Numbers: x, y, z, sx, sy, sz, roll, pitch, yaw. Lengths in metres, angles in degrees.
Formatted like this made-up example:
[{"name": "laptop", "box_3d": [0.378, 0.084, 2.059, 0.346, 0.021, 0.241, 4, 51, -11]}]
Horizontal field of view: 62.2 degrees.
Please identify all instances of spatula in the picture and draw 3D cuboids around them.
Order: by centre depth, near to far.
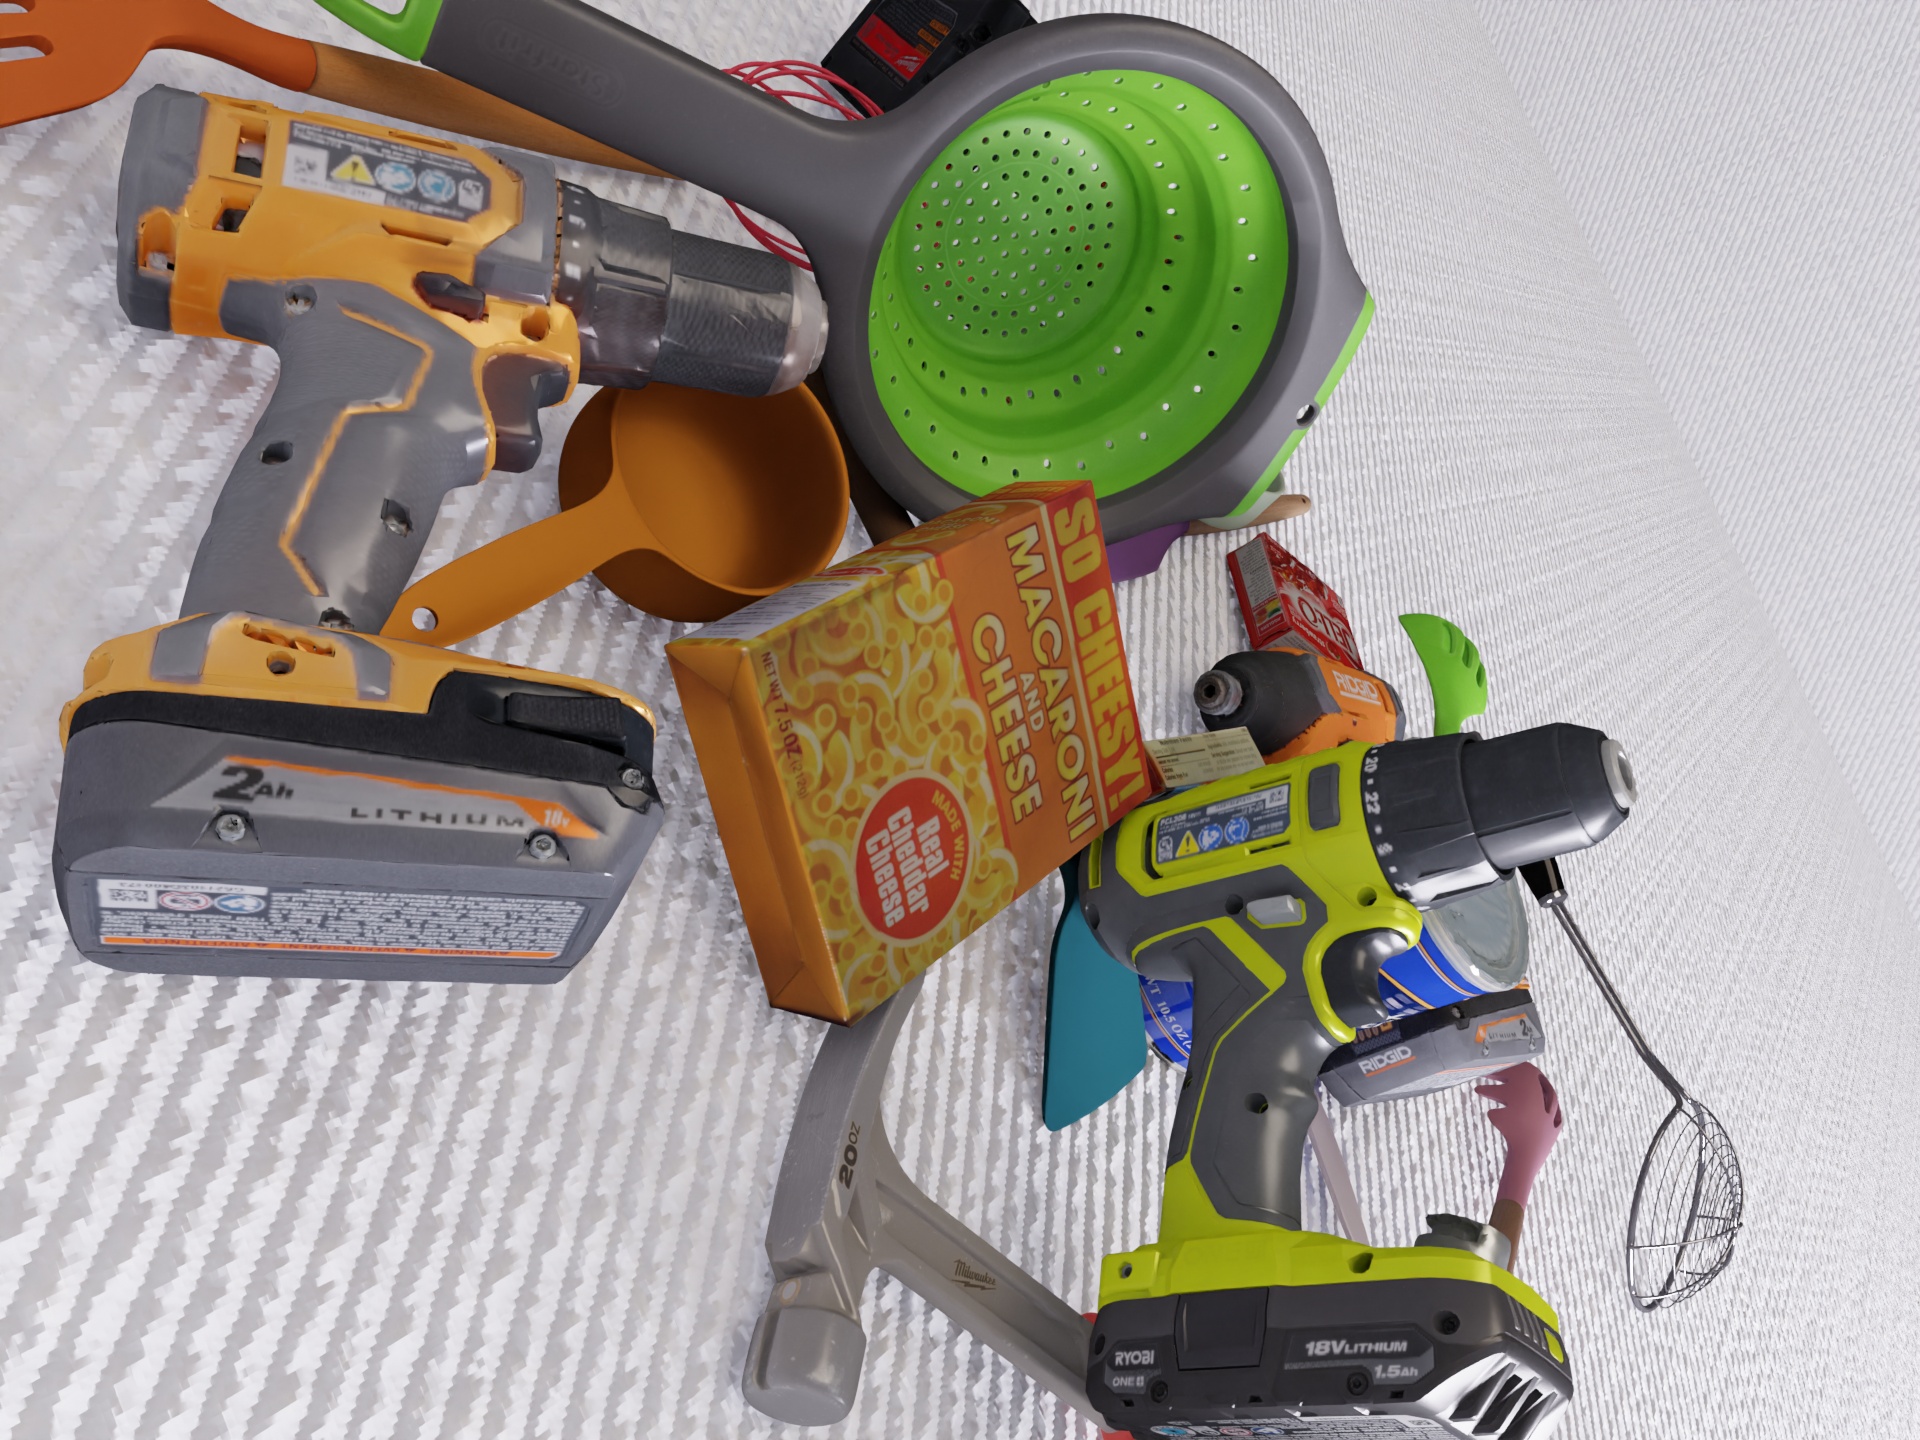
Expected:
[{"name": "spatula", "box_3d": [-0.190, -0.194, 0.494, 0.322, 0.041, 0.081, -17, 82, -60]}, {"name": "spatula", "box_3d": [-0.001, -0.002, 0.622, 0.082, 0.044, 0.317, -15, 76, -55]}, {"name": "spatula", "box_3d": [0.129, -0.112, 0.873, 0.316, 0.018, 0.060, -16, 76, -55]}]

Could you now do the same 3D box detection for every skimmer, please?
[{"name": "skimmer", "box_3d": [0.382, 0.181, 1.008, 0.127, 0.090, 0.364, 7, 53, -49]}]

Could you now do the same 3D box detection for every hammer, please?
[{"name": "hammer", "box_3d": [0.072, 0.235, 0.547, 0.358, 0.036, 0.149, 44, 38, -26]}]

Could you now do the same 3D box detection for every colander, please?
[{"name": "colander", "box_3d": [-0.031, -0.195, 0.583, 0.396, 0.204, 0.095, 16, 27, -30]}]

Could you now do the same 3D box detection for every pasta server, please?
[{"name": "pasta server", "box_3d": [0.257, 0.258, 0.777, 0.060, 0.040, 0.316, 59, 34, -7]}]

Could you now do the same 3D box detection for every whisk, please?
[{"name": "whisk", "box_3d": [-0.009, -0.201, 0.715, 0.295, 0.073, 0.073, 24, 50, -52]}]

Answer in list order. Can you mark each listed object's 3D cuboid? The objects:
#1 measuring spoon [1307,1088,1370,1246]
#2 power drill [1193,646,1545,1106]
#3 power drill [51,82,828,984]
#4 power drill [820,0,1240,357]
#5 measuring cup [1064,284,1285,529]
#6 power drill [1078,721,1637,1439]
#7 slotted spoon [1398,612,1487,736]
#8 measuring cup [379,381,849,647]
[{"name": "measuring spoon", "box_3d": [0.165, 0.216, 0.710, 0.034, 0.018, 0.124, 21, 45, -45]}, {"name": "power drill", "box_3d": [0.190, 0.068, 0.782, 0.164, 0.084, 0.227, 11, 55, -50]}, {"name": "power drill", "box_3d": [-0.118, -0.053, 0.400, 0.185, 0.084, 0.226, 6, 59, -23]}, {"name": "power drill", "box_3d": [0.056, -0.250, 0.764, 0.226, 0.080, 0.188, 31, 19, -41]}, {"name": "measuring cup", "box_3d": [0.104, -0.168, 0.861, 0.168, 0.038, 0.083, 47, 31, 13]}, {"name": "power drill", "box_3d": [0.125, 0.107, 0.507, 0.080, 0.190, 0.229, 41, 44, -38]}, {"name": "slotted spoon", "box_3d": [0.247, 0.029, 0.798, 0.070, 0.031, 0.314, 42, 33, -14]}, {"name": "measuring cup", "box_3d": [-0.112, -0.056, 0.489, 0.173, 0.052, 0.095, -36, 101, -39]}]
